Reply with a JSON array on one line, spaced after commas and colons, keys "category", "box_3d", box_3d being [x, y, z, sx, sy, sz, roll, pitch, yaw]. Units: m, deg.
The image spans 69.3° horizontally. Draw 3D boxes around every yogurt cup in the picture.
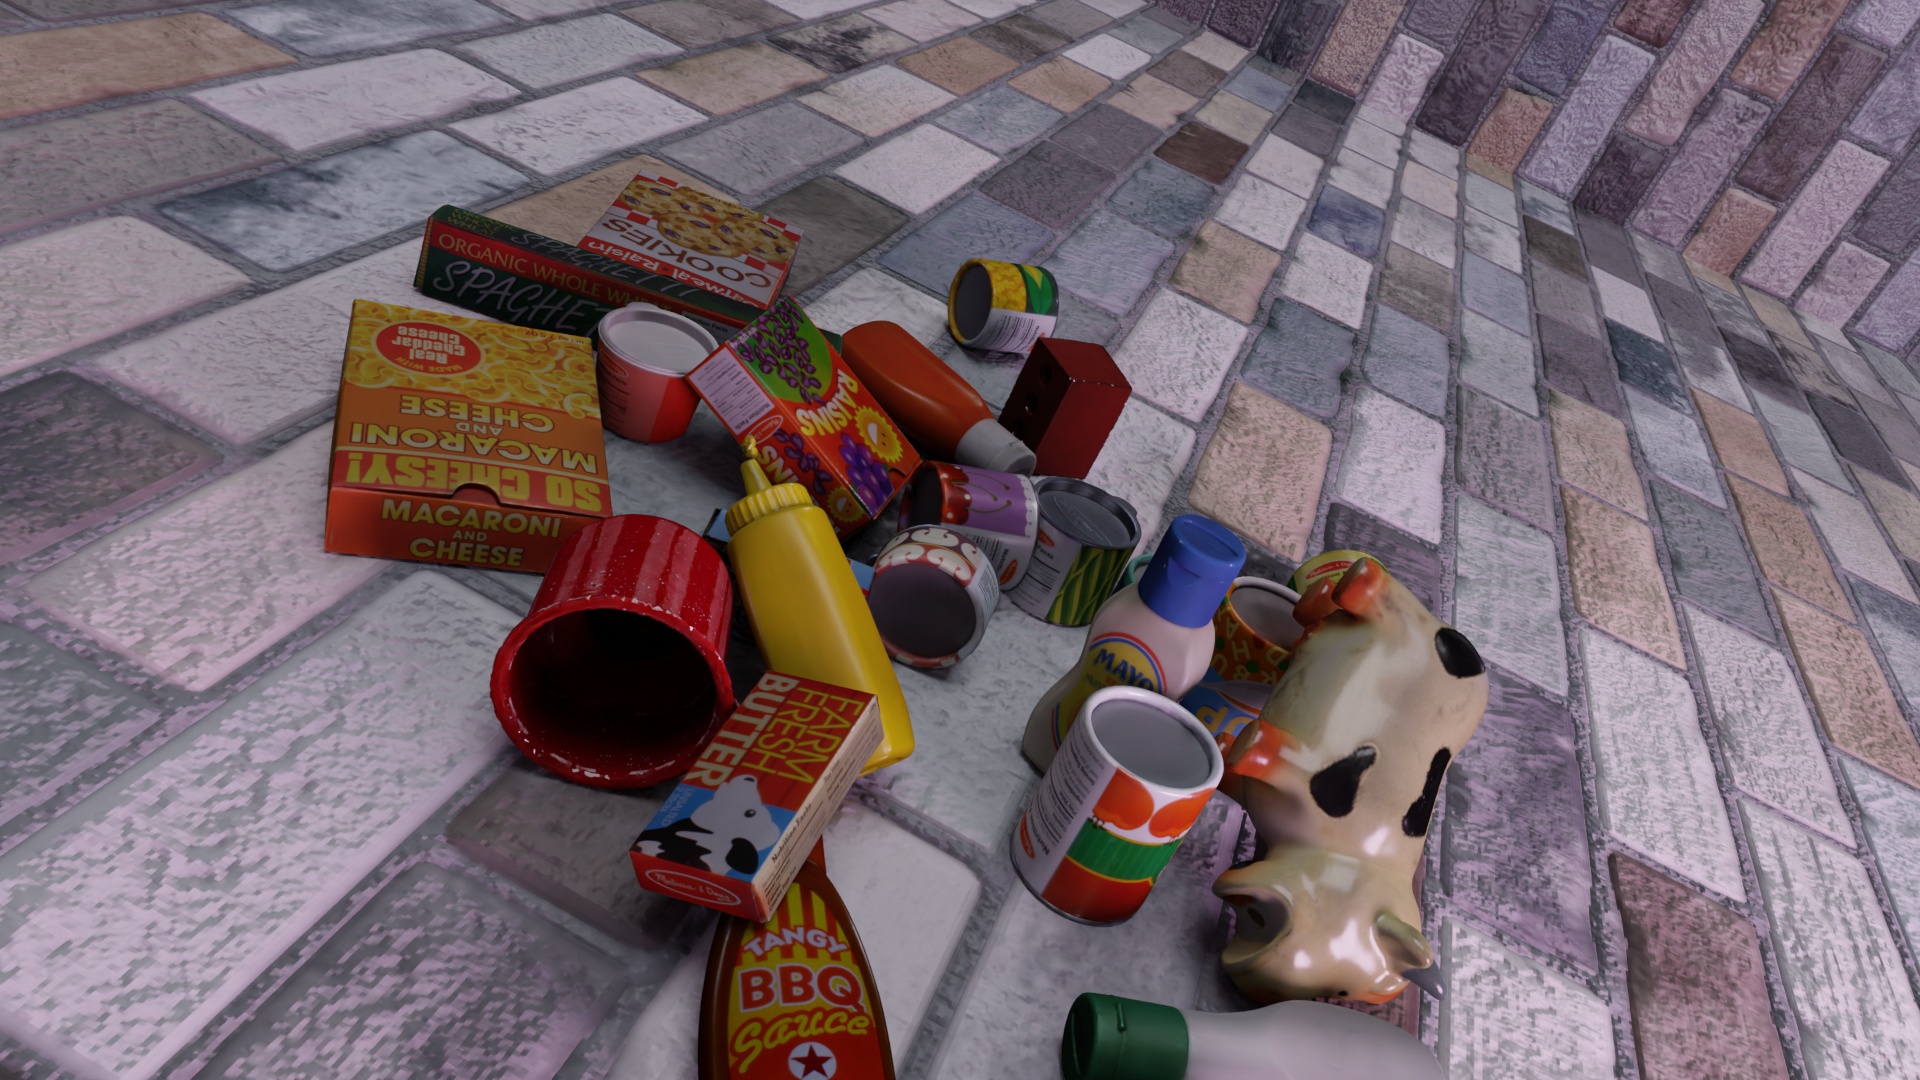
[{"category": "yogurt cup", "box_3d": [-0.174, -0.091, 0.779, 0.072, 0.053, 0.073, 17, 32, -11]}]

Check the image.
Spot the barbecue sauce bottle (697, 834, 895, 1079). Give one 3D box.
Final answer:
[{"category": "barbecue sauce bottle", "box_3d": [-0.062, 0.154, 0.498, 0.065, 0.043, 0.149, 6, 35, -16]}]

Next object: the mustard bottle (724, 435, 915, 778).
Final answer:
[{"category": "mustard bottle", "box_3d": [-0.069, 0.027, 0.613, 0.065, 0.049, 0.160, 47, 19, -76]}]

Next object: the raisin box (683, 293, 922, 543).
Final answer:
[{"category": "raisin box", "box_3d": [-0.083, -0.067, 0.770, 0.123, 0.040, 0.086, 51, 29, -11]}]

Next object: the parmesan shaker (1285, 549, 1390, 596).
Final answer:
[{"category": "parmesan shaker", "box_3d": [0.227, 0.062, 0.812, 0.071, 0.071, 0.103, 19, 32, -9]}]

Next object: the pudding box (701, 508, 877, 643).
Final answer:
[{"category": "pudding box", "box_3d": [-0.089, 0.025, 0.668, 0.084, 0.049, 0.030, 22, 28, -4]}]

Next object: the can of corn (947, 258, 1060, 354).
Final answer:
[{"category": "can of corn", "box_3d": [0.030, -0.175, 1.030, 0.058, 0.070, 0.071, 2, 38, -32]}]

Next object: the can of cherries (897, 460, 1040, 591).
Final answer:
[{"category": "can of cherries", "box_3d": [0.003, -0.010, 0.764, 0.058, 0.071, 0.072, 8, 35, -23]}]

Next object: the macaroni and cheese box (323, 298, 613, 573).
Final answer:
[{"category": "macaroni and cheese box", "box_3d": [-0.243, -0.054, 0.690, 0.124, 0.040, 0.167, 7, 35, -25]}]

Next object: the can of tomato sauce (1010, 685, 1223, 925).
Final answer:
[{"category": "can of tomato sauce", "box_3d": [0.069, 0.115, 0.606, 0.071, 0.082, 0.071, 17, 32, -11]}]

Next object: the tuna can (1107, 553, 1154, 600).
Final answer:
[{"category": "tuna can", "box_3d": [0.117, 0.038, 0.801, 0.071, 0.032, 0.071, 18, 32, -11]}]

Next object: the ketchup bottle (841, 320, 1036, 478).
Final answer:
[{"category": "ketchup bottle", "box_3d": [-0.015, -0.084, 0.886, 0.149, 0.043, 0.065, 42, 36, 26]}]

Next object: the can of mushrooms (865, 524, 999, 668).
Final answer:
[{"category": "can of mushrooms", "box_3d": [-0.018, 0.028, 0.695, 0.071, 0.070, 0.034, 25, 32, 1]}]

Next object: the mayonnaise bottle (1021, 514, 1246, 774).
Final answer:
[{"category": "mayonnaise bottle", "box_3d": [0.082, 0.056, 0.641, 0.065, 0.147, 0.041, 36, 33, 18]}]

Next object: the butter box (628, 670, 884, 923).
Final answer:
[{"category": "butter box", "box_3d": [-0.073, 0.093, 0.523, 0.053, 0.024, 0.104, 9, 37, 20]}]

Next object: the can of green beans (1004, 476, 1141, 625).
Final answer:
[{"category": "can of green beans", "box_3d": [0.061, 0.006, 0.787, 0.071, 0.057, 0.071, 17, 32, -11]}]

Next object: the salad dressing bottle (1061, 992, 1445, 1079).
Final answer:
[{"category": "salad dressing bottle", "box_3d": [0.113, 0.206, 0.539, 0.148, 0.043, 0.064, 15, 34, -13]}]

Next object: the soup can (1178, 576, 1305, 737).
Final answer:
[{"category": "soup can", "box_3d": [0.149, 0.072, 0.723, 0.071, 0.083, 0.072, 18, 32, -11]}]

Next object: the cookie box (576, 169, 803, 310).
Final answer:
[{"category": "cookie box", "box_3d": [-0.181, -0.186, 0.929, 0.123, 0.040, 0.168, 20, 32, -8]}]

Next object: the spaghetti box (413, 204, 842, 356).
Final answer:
[{"category": "spaghetti box", "box_3d": [-0.196, -0.137, 0.837, 0.250, 0.050, 0.029, 17, 30, -11]}]
